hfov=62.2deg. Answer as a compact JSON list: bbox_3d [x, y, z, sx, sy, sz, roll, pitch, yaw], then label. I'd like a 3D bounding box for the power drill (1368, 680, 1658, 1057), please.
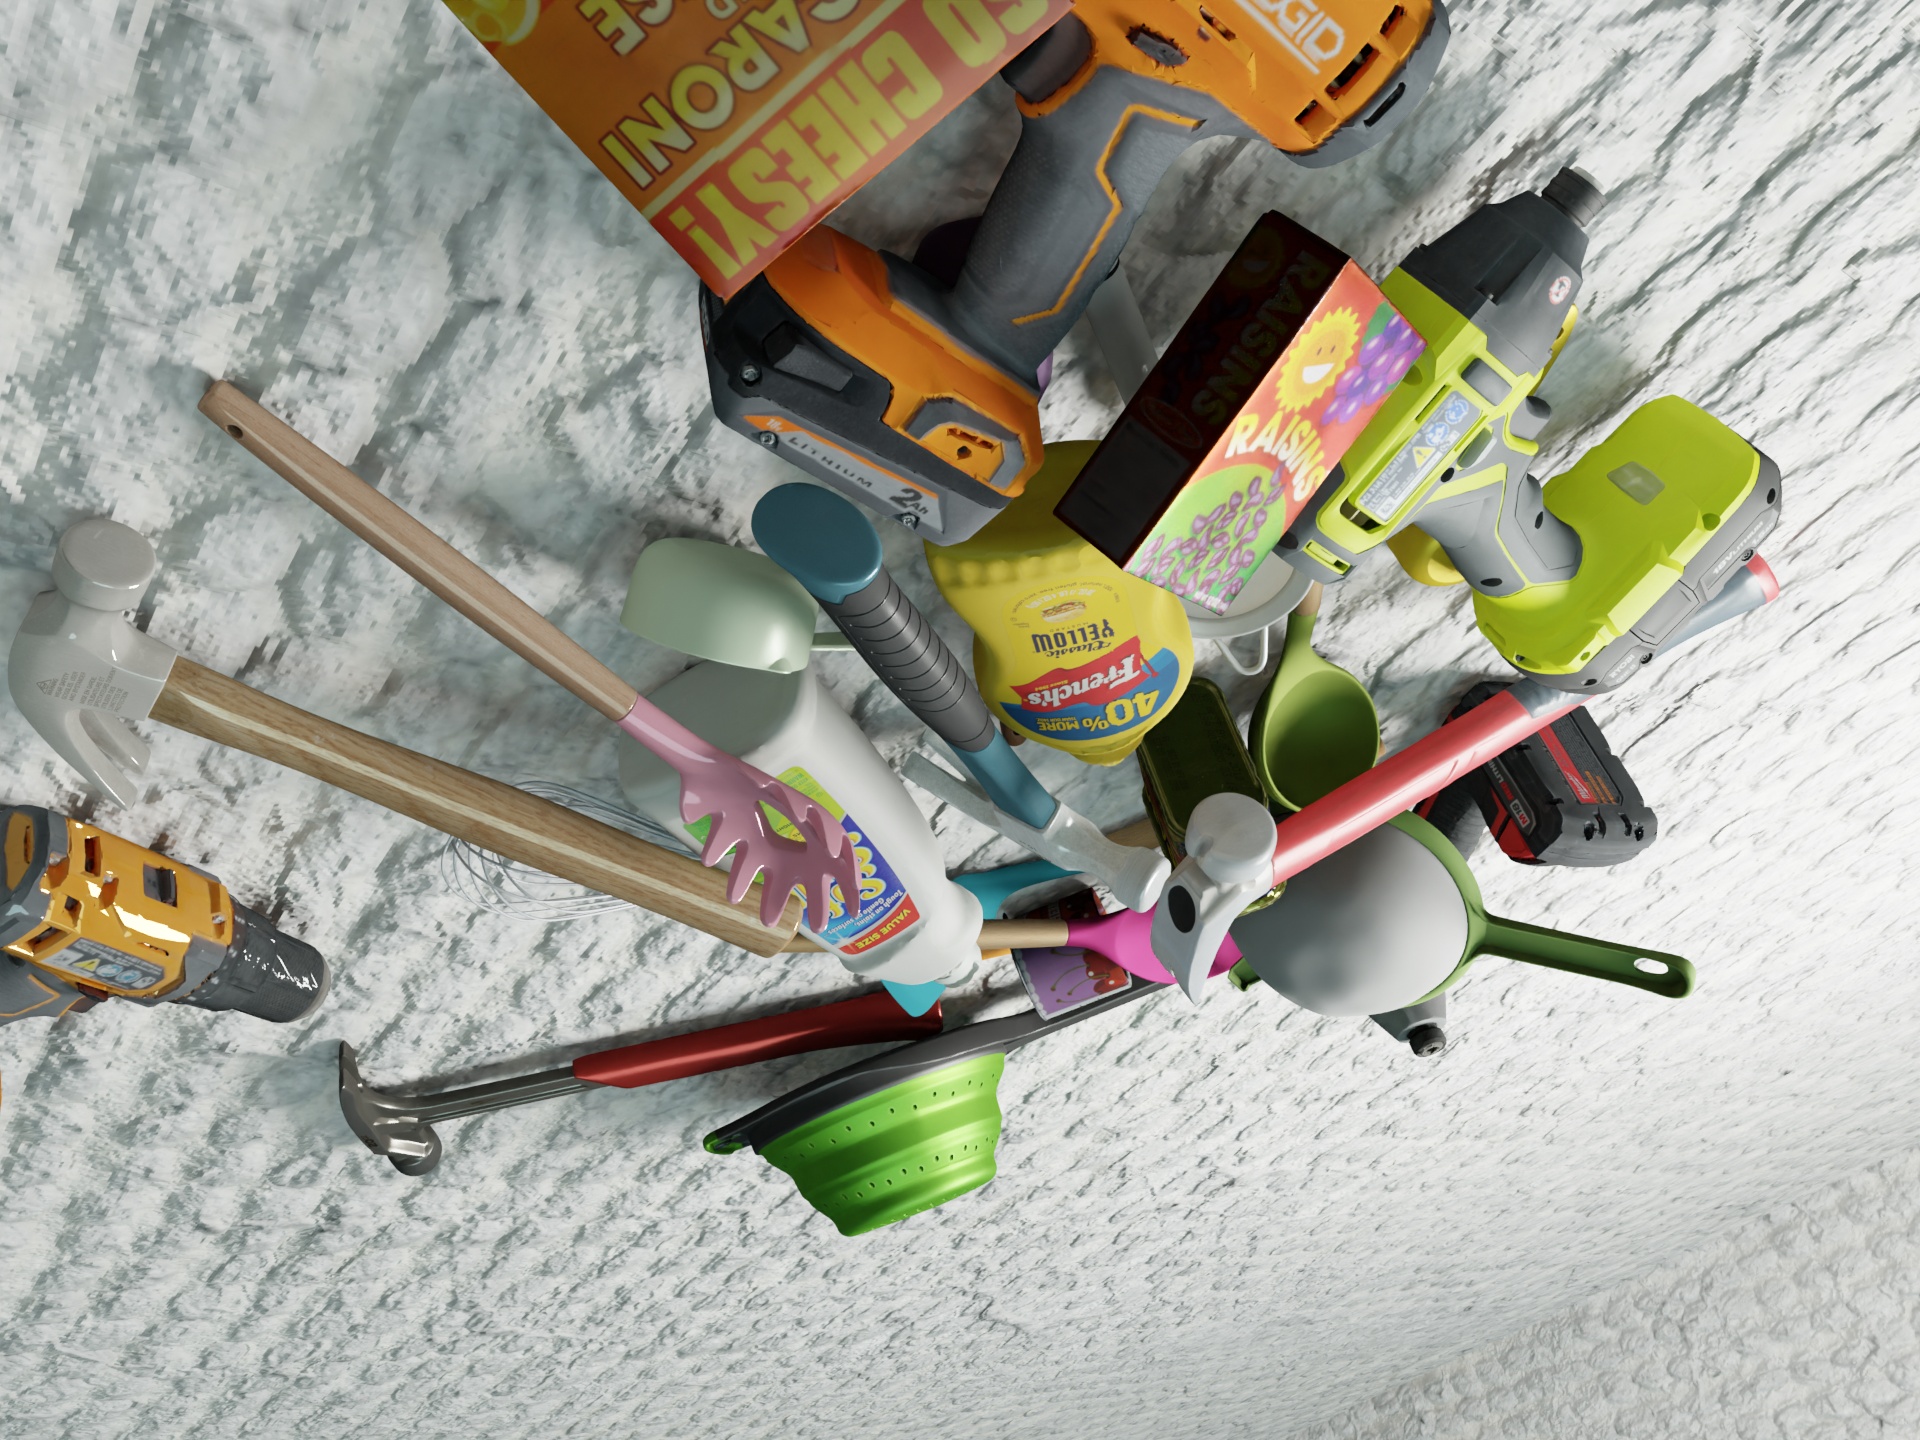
[{"bbox_3d":[0.292,0.091,0.934,0.078,0.143,0.219,3,139,-27],"label":"power drill"}]

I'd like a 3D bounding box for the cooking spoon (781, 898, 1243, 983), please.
[{"bbox_3d":[0.035,0.121,0.904,0.318,0.017,0.068,2,110,-22],"label":"cooking spoon"}]

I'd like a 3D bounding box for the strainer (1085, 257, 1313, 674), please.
[{"bbox_3d":[0.087,-0.110,0.649,0.087,0.050,0.258,-13,142,17],"label":"strainer"}]

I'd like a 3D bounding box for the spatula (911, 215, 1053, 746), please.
[{"bbox_3d":[0.014,-0.082,0.675,0.060,0.018,0.315,-13,145,-4],"label":"spatula"}]

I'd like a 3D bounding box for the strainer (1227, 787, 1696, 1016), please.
[{"bbox_3d":[0.253,0.125,0.853,0.256,0.069,0.151,10,125,25],"label":"strainer"}]

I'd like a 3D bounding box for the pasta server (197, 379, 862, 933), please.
[{"bbox_3d":[-0.150,-0.015,0.606,0.060,0.040,0.316,-26,129,31],"label":"pasta server"}]

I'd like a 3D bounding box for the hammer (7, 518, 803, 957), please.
[{"bbox_3d":[-0.215,0.033,0.661,0.331,0.031,0.130,26,133,-26],"label":"hammer"}]

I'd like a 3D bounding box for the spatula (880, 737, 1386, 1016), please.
[{"bbox_3d":[0.098,0.080,0.920,0.317,0.044,0.082,-22,134,6],"label":"spatula"}]

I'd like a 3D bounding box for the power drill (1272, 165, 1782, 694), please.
[{"bbox_3d":[0.235,-0.108,0.651,0.223,0.080,0.171,22,116,-39],"label":"power drill"}]

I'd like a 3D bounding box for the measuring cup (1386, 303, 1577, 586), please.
[{"bbox_3d":[0.241,-0.117,0.712,0.062,0.029,0.156,-6,145,-17],"label":"measuring cup"}]

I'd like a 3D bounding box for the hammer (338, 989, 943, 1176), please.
[{"bbox_3d":[-0.189,0.207,0.984,0.359,0.037,0.149,-10,146,-9],"label":"hammer"}]

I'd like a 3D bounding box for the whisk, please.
[{"bbox_3d":[-0.128,0.077,0.812,0.284,0.070,0.070,11,137,-42],"label":"whisk"}]

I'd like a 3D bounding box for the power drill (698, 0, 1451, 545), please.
[{"bbox_3d":[0.015,-0.174,0.485,0.164,0.084,0.226,26,123,-34],"label":"power drill"}]

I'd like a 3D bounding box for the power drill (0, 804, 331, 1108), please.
[{"bbox_3d":[-0.432,0.136,0.743,0.226,0.084,0.185,-30,146,11],"label":"power drill"}]

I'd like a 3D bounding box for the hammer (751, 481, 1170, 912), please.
[{"bbox_3d":[-0.001,-0.002,0.654,0.033,0.128,0.330,-58,154,-10],"label":"hammer"}]

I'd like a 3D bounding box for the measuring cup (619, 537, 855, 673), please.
[{"bbox_3d":[-0.065,-0.049,0.665,0.167,0.083,0.038,-3,111,-52],"label":"measuring cup"}]

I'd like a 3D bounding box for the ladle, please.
[{"bbox_3d":[0.170,-0.065,0.737,0.078,0.062,0.319,-37,147,-18],"label":"ladle"}]

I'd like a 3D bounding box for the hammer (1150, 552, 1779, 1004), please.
[{"bbox_3d":[0.258,0.013,0.788,0.386,0.038,0.143,-27,150,-21],"label":"hammer"}]

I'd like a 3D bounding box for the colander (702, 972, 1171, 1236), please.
[{"bbox_3d":[0.034,0.247,1.052,0.397,0.095,0.204,-21,163,-5],"label":"colander"}]

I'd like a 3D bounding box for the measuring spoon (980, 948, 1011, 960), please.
[{"bbox_3d":[0.036,0.147,1.017,0.117,0.011,0.021,-10,145,-10],"label":"measuring spoon"}]
